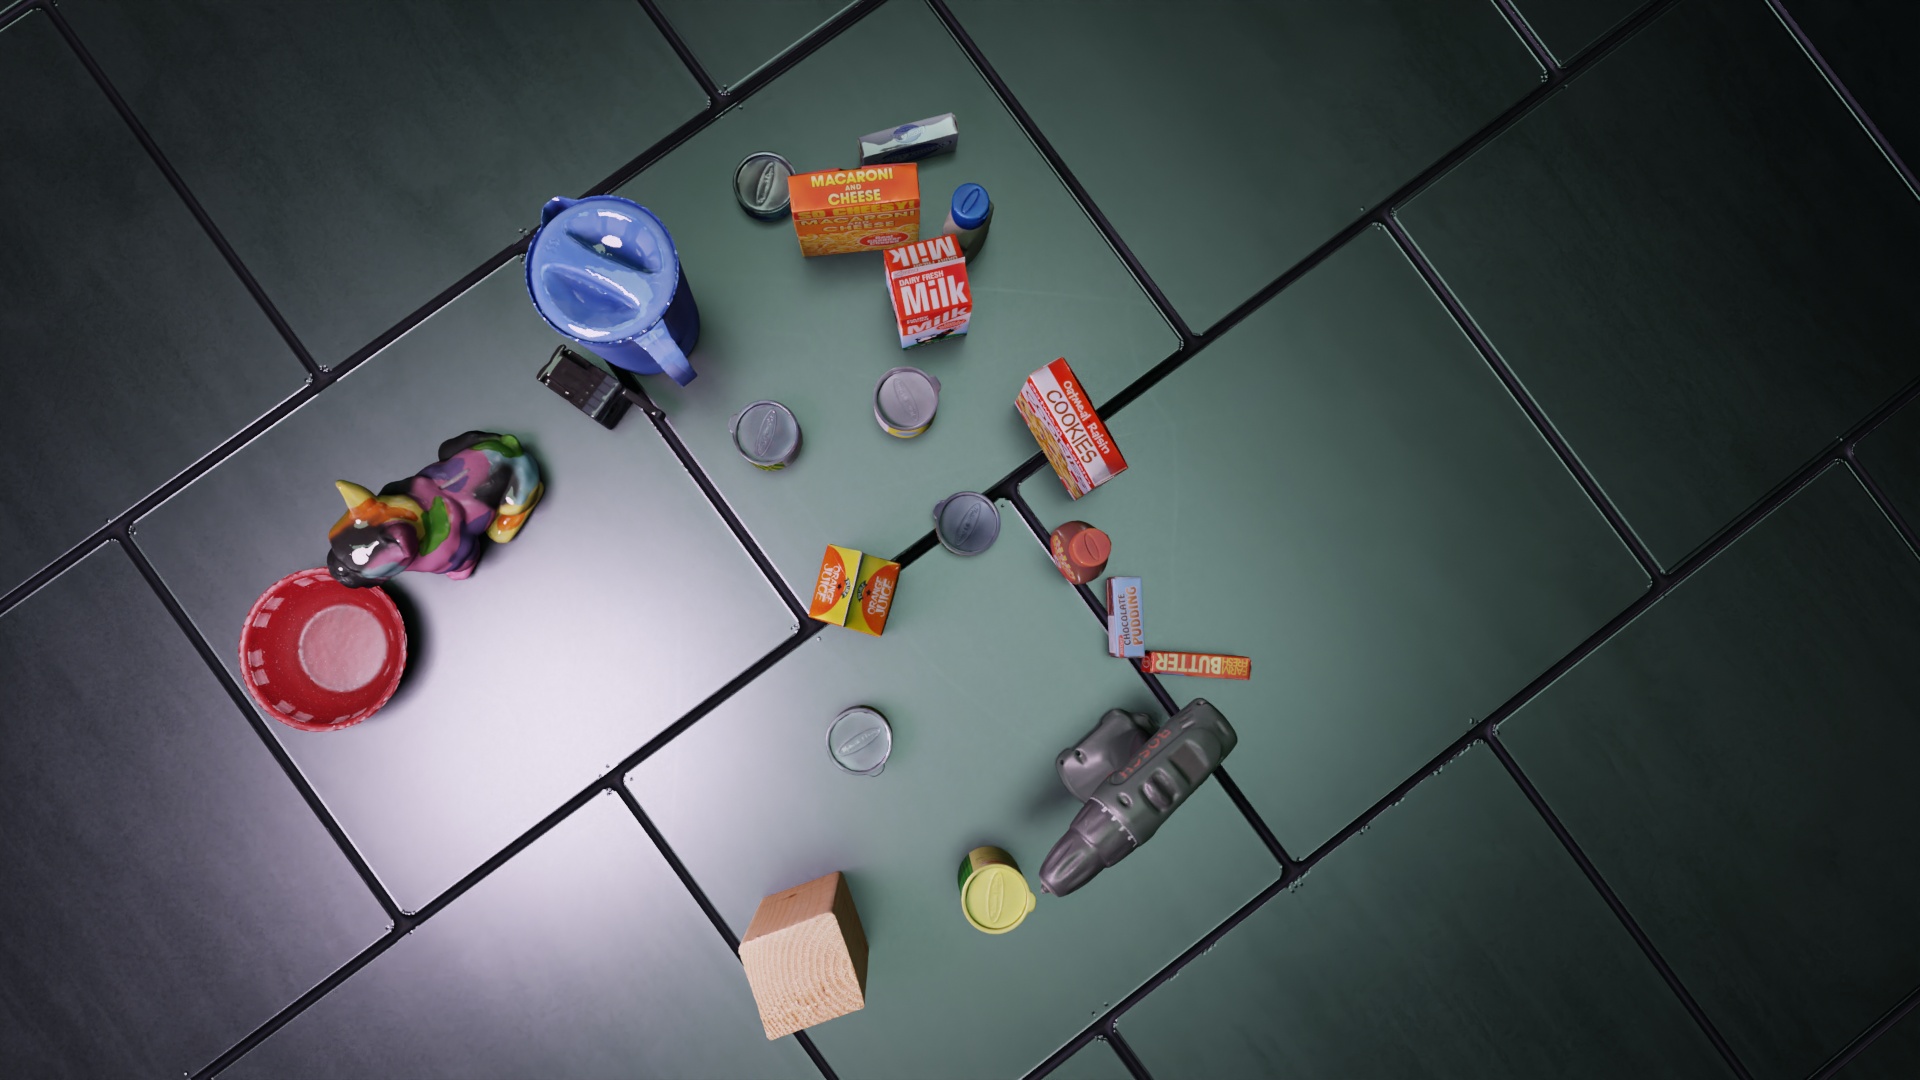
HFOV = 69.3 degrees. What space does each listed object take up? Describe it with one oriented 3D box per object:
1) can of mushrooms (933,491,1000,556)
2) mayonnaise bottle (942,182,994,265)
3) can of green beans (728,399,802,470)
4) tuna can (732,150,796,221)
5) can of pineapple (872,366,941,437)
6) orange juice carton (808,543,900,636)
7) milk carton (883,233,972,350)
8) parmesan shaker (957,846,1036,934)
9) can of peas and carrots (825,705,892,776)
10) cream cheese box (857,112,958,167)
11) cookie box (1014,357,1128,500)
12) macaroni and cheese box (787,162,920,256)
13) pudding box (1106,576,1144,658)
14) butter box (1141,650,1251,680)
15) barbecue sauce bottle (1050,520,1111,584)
[{"bbox_3d":[0.005,-0.018,1.428,0.071,0.033,0.071,0,86,-3],"label":"can of mushrooms"},{"bbox_3d":[0.007,-0.319,1.391,0.041,0.148,0.065,33,86,0],"label":"mayonnaise bottle"},{"bbox_3d":[-0.195,-0.106,1.413,0.071,0.058,0.071,0,86,-3],"label":"can of green beans"},{"bbox_3d":[-0.199,-0.367,1.443,0.071,0.033,0.071,0,86,-3],"label":"tuna can"},{"bbox_3d":[-0.054,-0.141,1.422,0.071,0.058,0.071,0,86,-3],"label":"can of pineapple"},{"bbox_3d":[-0.101,0.049,1.339,0.073,0.192,0.072,16,86,-2],"label":"orange juice carton"},{"bbox_3d":[-0.032,-0.246,1.363,0.072,0.190,0.073,-14,87,-3],"label":"milk carton"},{"bbox_3d":[0.034,0.344,1.370,0.071,0.103,0.071,0,87,-3],"label":"parmesan shaker"},{"bbox_3d":[-0.099,0.202,1.396,0.071,0.058,0.071,0,86,-3],"label":"can of peas and carrots"},{"bbox_3d":[-0.054,-0.412,1.442,0.104,0.053,0.024,-16,88,-4],"label":"cream cheese box"},{"bbox_3d":[0.108,-0.107,1.372,0.040,0.167,0.123,-31,88,-4],"label":"cookie box"},{"bbox_3d":[-0.103,-0.326,1.377,0.124,0.166,0.040,-7,87,-3],"label":"macaroni and cheese box"},{"bbox_3d":[0.169,0.078,1.421,0.030,0.049,0.083,-2,86,-3],"label":"pudding box"},{"bbox_3d":[0.240,0.127,1.420,0.103,0.053,0.024,4,87,-2],"label":"butter box"},{"bbox_3d":[0.121,0.010,1.374,0.044,0.148,0.065,-23,88,-4],"label":"barbecue sauce bottle"}]
